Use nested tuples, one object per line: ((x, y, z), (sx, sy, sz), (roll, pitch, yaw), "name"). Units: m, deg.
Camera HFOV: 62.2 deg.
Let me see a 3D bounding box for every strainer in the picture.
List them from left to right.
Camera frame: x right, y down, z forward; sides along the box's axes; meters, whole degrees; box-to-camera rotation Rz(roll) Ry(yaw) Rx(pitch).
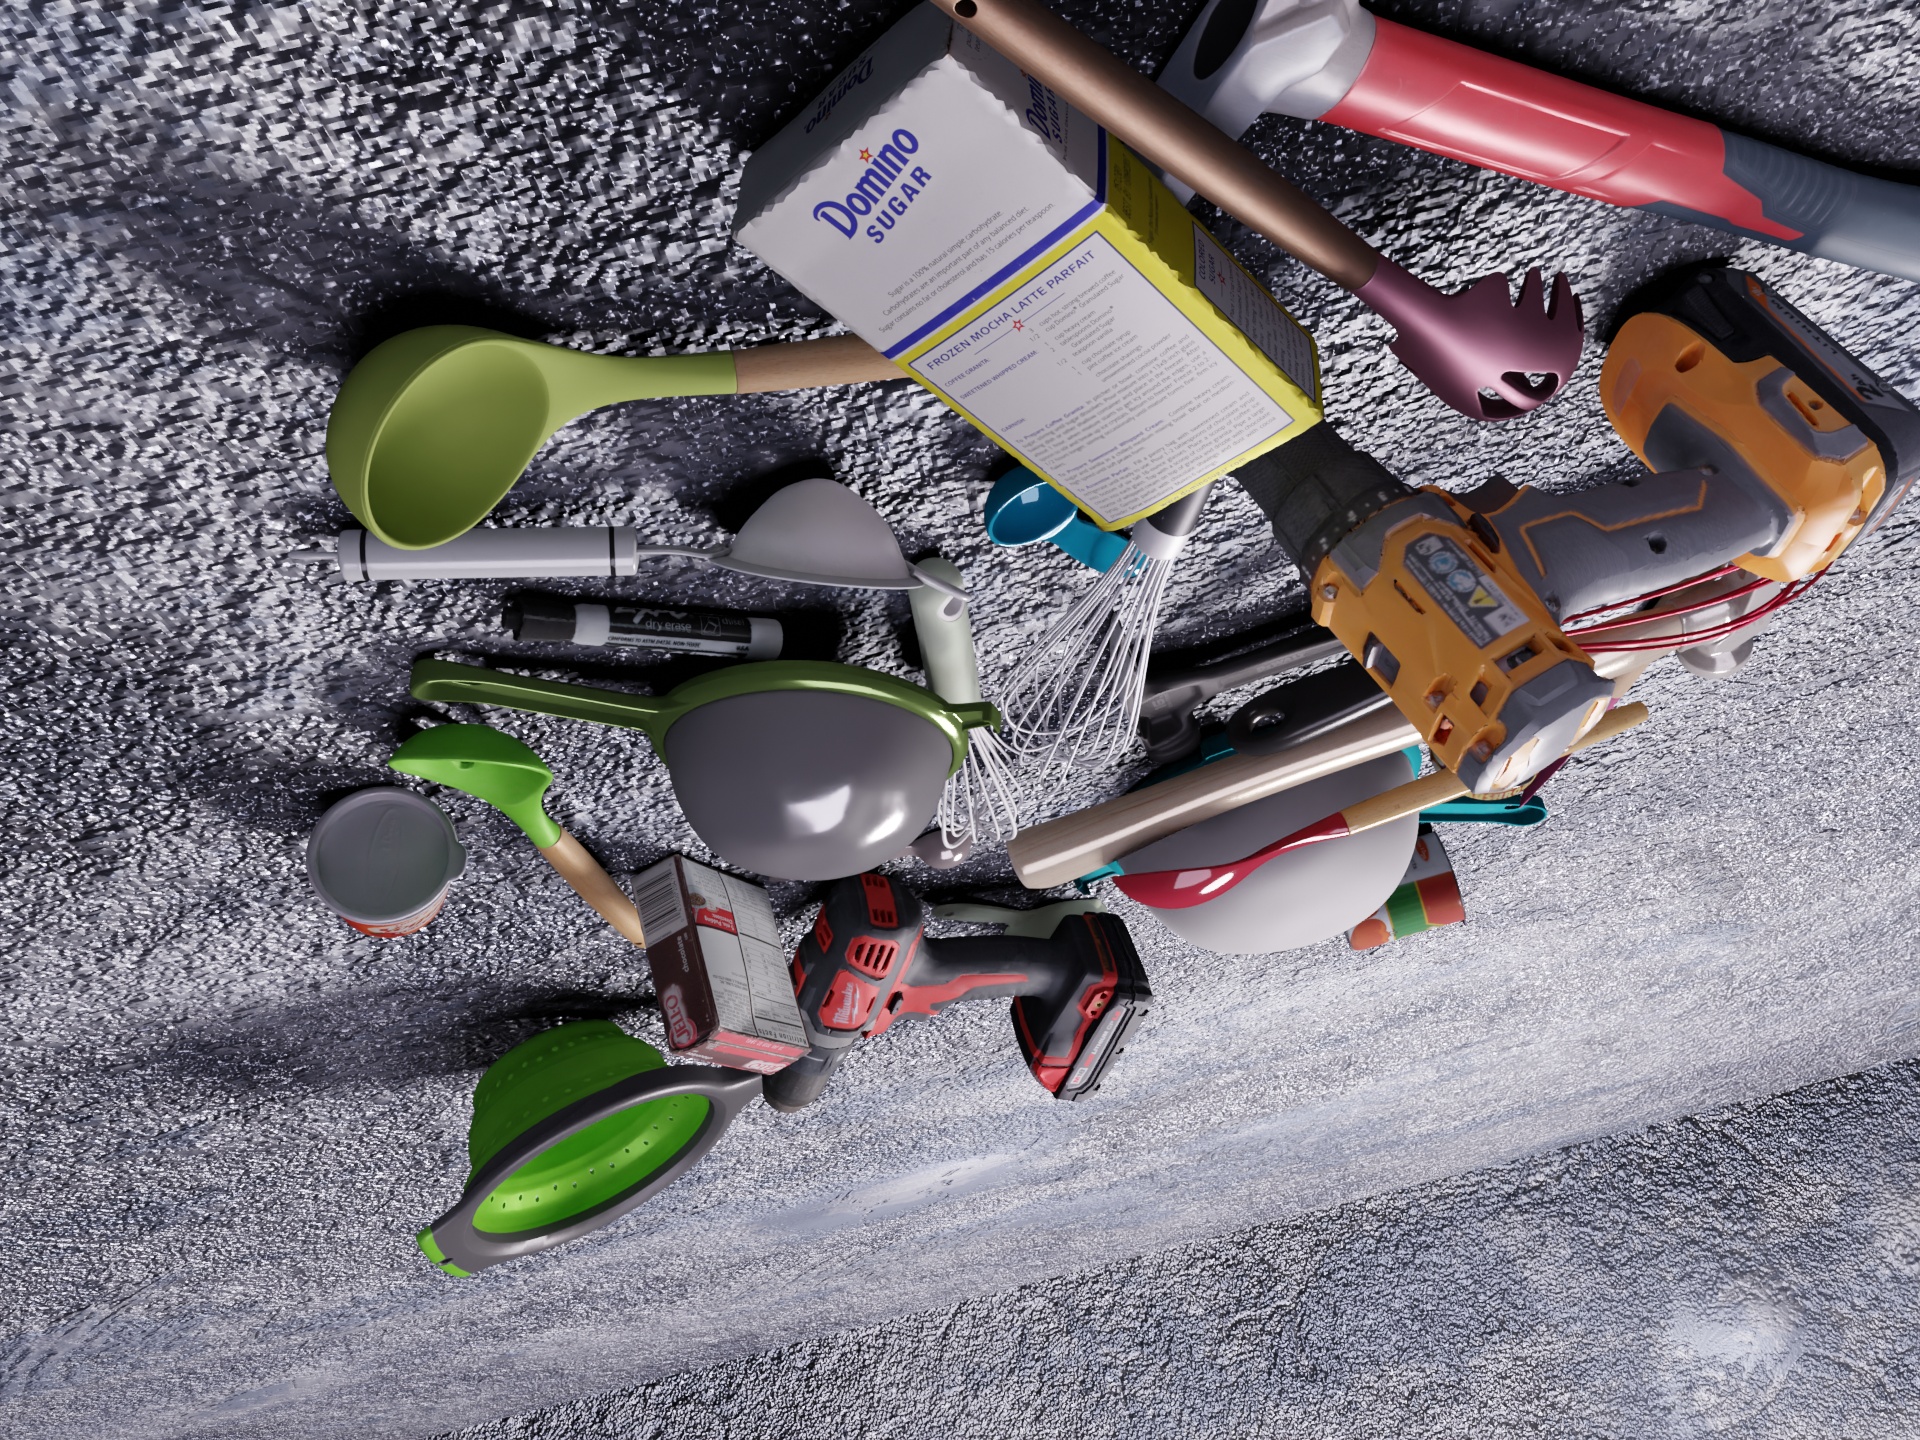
((-0.122, -0.067, 0.611), (0.258, 0.050, 0.087), (-2, -166, -12), "strainer")
((-0.118, 0.025, 0.716), (0.256, 0.069, 0.151), (11, 152, -24), "strainer")
((0.257, 0.090, 1.022), (0.340, 0.095, 0.211), (1, 148, -25), "strainer")

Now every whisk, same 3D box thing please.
((-0.001, -0.003, 0.788), (0.058, 0.059, 0.246), (-46, 155, -20), "whisk")
((0.075, -0.059, 0.677), (0.070, 0.070, 0.284), (-4, 146, -20), "whisk")
((0.258, -0.042, 0.747), (0.296, 0.073, 0.073), (-23, 152, 28), "whisk")

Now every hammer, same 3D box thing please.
((0.215, 0.004, 0.838), (0.410, 0.038, 0.146), (-21, 156, 12), "hammer")
((0.240, -0.064, 0.796), (0.337, 0.034, 0.127), (-19, 153, 9), "hammer")
((0.238, -0.186, 0.566), (0.386, 0.038, 0.143), (2, 149, -29), "hammer")

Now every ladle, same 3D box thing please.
((-0.049, -0.114, 0.545), (0.320, 0.062, 0.078), (-10, 148, -14), "ladle")
((0.237, 0.048, 0.888), (0.315, 0.031, 0.069), (-20, 175, -3), "ladle")

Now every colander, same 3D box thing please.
((-0.193, 0.235, 1.103), (0.397, 0.095, 0.204), (-27, 152, -16), "colander")

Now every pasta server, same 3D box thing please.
((0.106, -0.157, 0.494), (0.316, 0.040, 0.060), (17, 142, -40), "pasta server")

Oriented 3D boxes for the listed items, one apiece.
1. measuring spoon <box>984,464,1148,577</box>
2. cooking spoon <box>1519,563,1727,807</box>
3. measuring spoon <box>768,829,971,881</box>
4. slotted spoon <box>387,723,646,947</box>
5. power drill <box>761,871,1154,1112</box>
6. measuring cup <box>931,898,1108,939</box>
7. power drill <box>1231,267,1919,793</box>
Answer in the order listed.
((0.048, -0.086, 0.690), (0.042, 0.021, 0.128), (-36, 155, 21), "measuring spoon")
((0.394, -0.033, 0.935), (0.069, 0.017, 0.318), (-39, 159, -23), "cooking spoon")
((-0.053, 0.088, 0.951), (0.124, 0.018, 0.034), (-10, 152, -6), "measuring spoon")
((-0.210, 0.068, 0.832), (0.070, 0.031, 0.313), (1, 155, 7), "slotted spoon")
((-0.011, 0.191, 1.034), (0.226, 0.080, 0.187), (11, 124, -23), "power drill")
((0.042, 0.151, 1.089), (0.083, 0.038, 0.167), (-34, 149, 32), "measuring cup")
((0.233, -0.095, 0.630), (0.226, 0.185, 0.084), (-29, 153, -13), "power drill")
